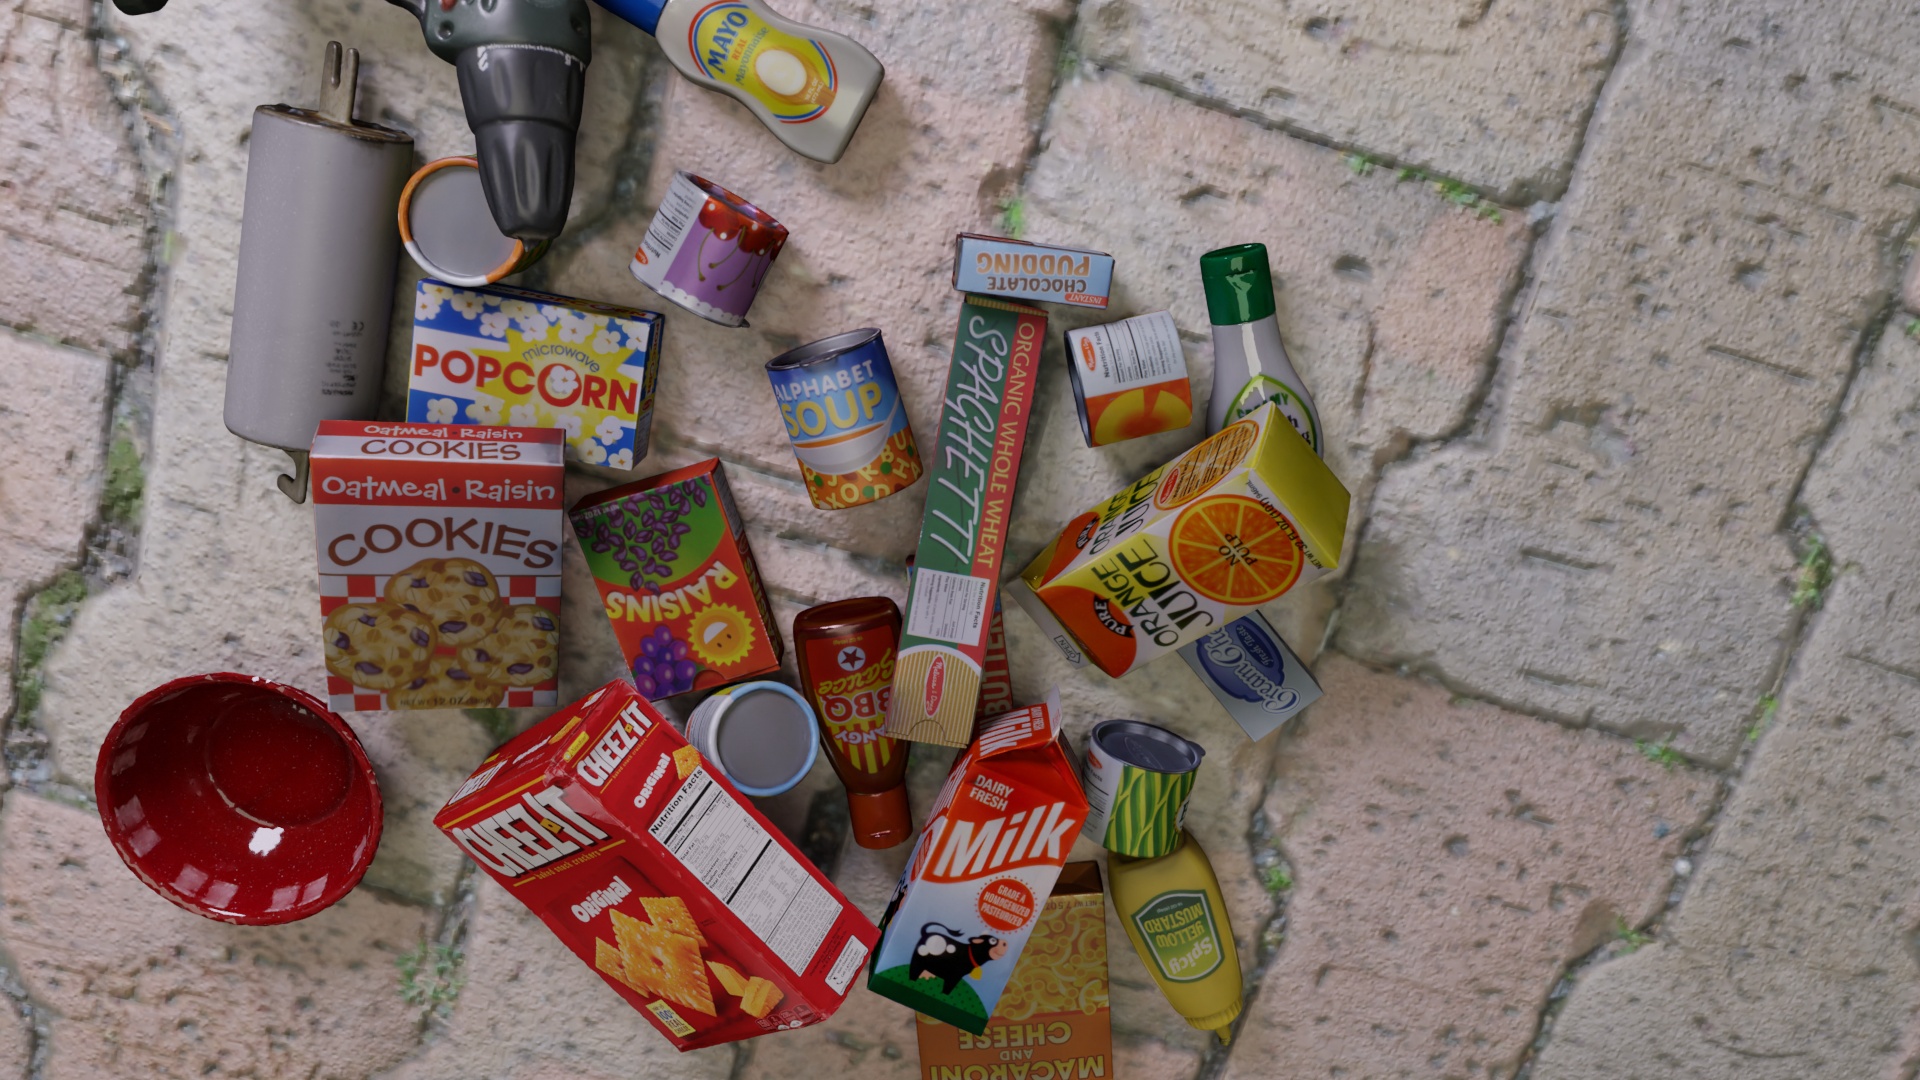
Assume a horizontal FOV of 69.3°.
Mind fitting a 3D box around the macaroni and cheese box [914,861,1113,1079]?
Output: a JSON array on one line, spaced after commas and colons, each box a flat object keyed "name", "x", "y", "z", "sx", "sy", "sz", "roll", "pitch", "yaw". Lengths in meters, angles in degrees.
[{"name": "macaroni and cheese box", "x": 0.032, "y": 0.291, "z": 0.882, "sx": 0.124, "sy": 0.040, "sz": 0.166, "roll": -4, "pitch": 106, "yaw": 1}]

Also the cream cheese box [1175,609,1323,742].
[{"name": "cream cheese box", "x": 0.164, "y": 0.066, "z": 0.827, "sx": 0.053, "sy": 0.024, "sz": 0.103, "roll": -39, "pitch": 104, "yaw": 11}]

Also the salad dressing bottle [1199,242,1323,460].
[{"name": "salad dressing bottle", "x": 0.163, "y": -0.089, "z": 0.771, "sx": 0.064, "sy": 0.044, "sz": 0.147, "roll": -13, "pitch": 106, "yaw": 4}]

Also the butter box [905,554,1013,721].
[{"name": "butter box", "x": 0.000, "y": 0.057, "z": 0.820, "sx": 0.053, "sy": 0.024, "sz": 0.103, "roll": -7, "pitch": 106, "yaw": 1}]

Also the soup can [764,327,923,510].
[{"name": "soup can", "x": -0.063, "y": -0.066, "z": 0.758, "sx": 0.071, "sy": 0.071, "sz": 0.083, "roll": -16, "pitch": 107, "yaw": 4}]

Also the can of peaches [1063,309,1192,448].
[{"name": "can of peaches", "x": 0.091, "y": -0.087, "z": 0.760, "sx": 0.058, "sy": 0.071, "sz": 0.071, "roll": -12, "pitch": 107, "yaw": 2}]

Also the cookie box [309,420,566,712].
[{"name": "cookie box", "x": -0.281, "y": 0.016, "z": 0.758, "sx": 0.123, "sy": 0.040, "sz": 0.166, "roll": 1, "pitch": 123, "yaw": -17}]

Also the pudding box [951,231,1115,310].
[{"name": "pudding box", "x": 0.037, "y": -0.146, "z": 0.748, "sx": 0.084, "sy": 0.050, "sz": 0.030, "roll": 7, "pitch": 105, "yaw": -4}]

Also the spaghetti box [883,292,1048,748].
[{"name": "spaghetti box", "x": 0.003, "y": -0.010, "z": 0.776, "sx": 0.050, "sy": 0.029, "sz": 0.249, "roll": 10, "pitch": 96, "yaw": -4}]

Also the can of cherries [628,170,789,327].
[{"name": "can of cherries", "x": -0.130, "y": -0.153, "z": 0.735, "sx": 0.071, "sy": 0.072, "sz": 0.058, "roll": 28, "pitch": 103, "yaw": -9}]

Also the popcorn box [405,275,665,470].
[{"name": "popcorn box", "x": -0.234, "y": -0.093, "z": 0.763, "sx": 0.127, "sy": 0.038, "sz": 0.085, "roll": 10, "pitch": 106, "yaw": -4}]

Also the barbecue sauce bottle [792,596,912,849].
[{"name": "barbecue sauce bottle", "x": -0.057, "y": 0.110, "z": 0.825, "sx": 0.065, "sy": 0.044, "sz": 0.148, "roll": -10, "pitch": 107, "yaw": -5}]

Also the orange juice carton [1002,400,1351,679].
[{"name": "orange juice carton", "x": 0.112, "y": 0.011, "z": 0.764, "sx": 0.192, "sy": 0.073, "sz": 0.071, "roll": -33, "pitch": 107, "yaw": 36}]

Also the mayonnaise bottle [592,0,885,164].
[{"name": "mayonnaise bottle", "x": -0.116, "y": -0.256, "z": 0.716, "sx": 0.148, "sy": 0.041, "sz": 0.064, "roll": 28, "pitch": 106, "yaw": -10}]

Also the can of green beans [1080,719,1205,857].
[{"name": "can of green beans", "x": 0.104, "y": 0.147, "z": 0.828, "sx": 0.071, "sy": 0.071, "sz": 0.057, "roll": 11, "pitch": 107, "yaw": -4}]

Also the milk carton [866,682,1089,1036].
[{"name": "milk carton", "x": 0.018, "y": 0.174, "z": 0.796, "sx": 0.073, "sy": 0.072, "sz": 0.190, "roll": 24, "pitch": 99, "yaw": -4}]

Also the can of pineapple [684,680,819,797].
[{"name": "can of pineapple", "x": -0.119, "y": 0.115, "z": 0.804, "sx": 0.071, "sy": 0.057, "sz": 0.071, "roll": 3, "pitch": 82, "yaw": -24}]

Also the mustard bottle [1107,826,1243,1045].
[{"name": "mustard bottle", "x": 0.144, "y": 0.255, "z": 0.870, "sx": 0.065, "sy": 0.049, "sz": 0.160, "roll": -22, "pitch": 106, "yaw": 7}]

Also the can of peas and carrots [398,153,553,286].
[{"name": "can of peas and carrots", "x": -0.252, "y": -0.171, "z": 0.729, "sx": 0.071, "sy": 0.059, "sz": 0.070, "roll": -1, "pitch": 107, "yaw": -2}]

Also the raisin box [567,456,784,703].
[{"name": "raisin box", "x": -0.161, "y": 0.024, "z": 0.799, "sx": 0.086, "sy": 0.040, "sz": 0.123, "roll": -16, "pitch": 107, "yaw": 2}]
